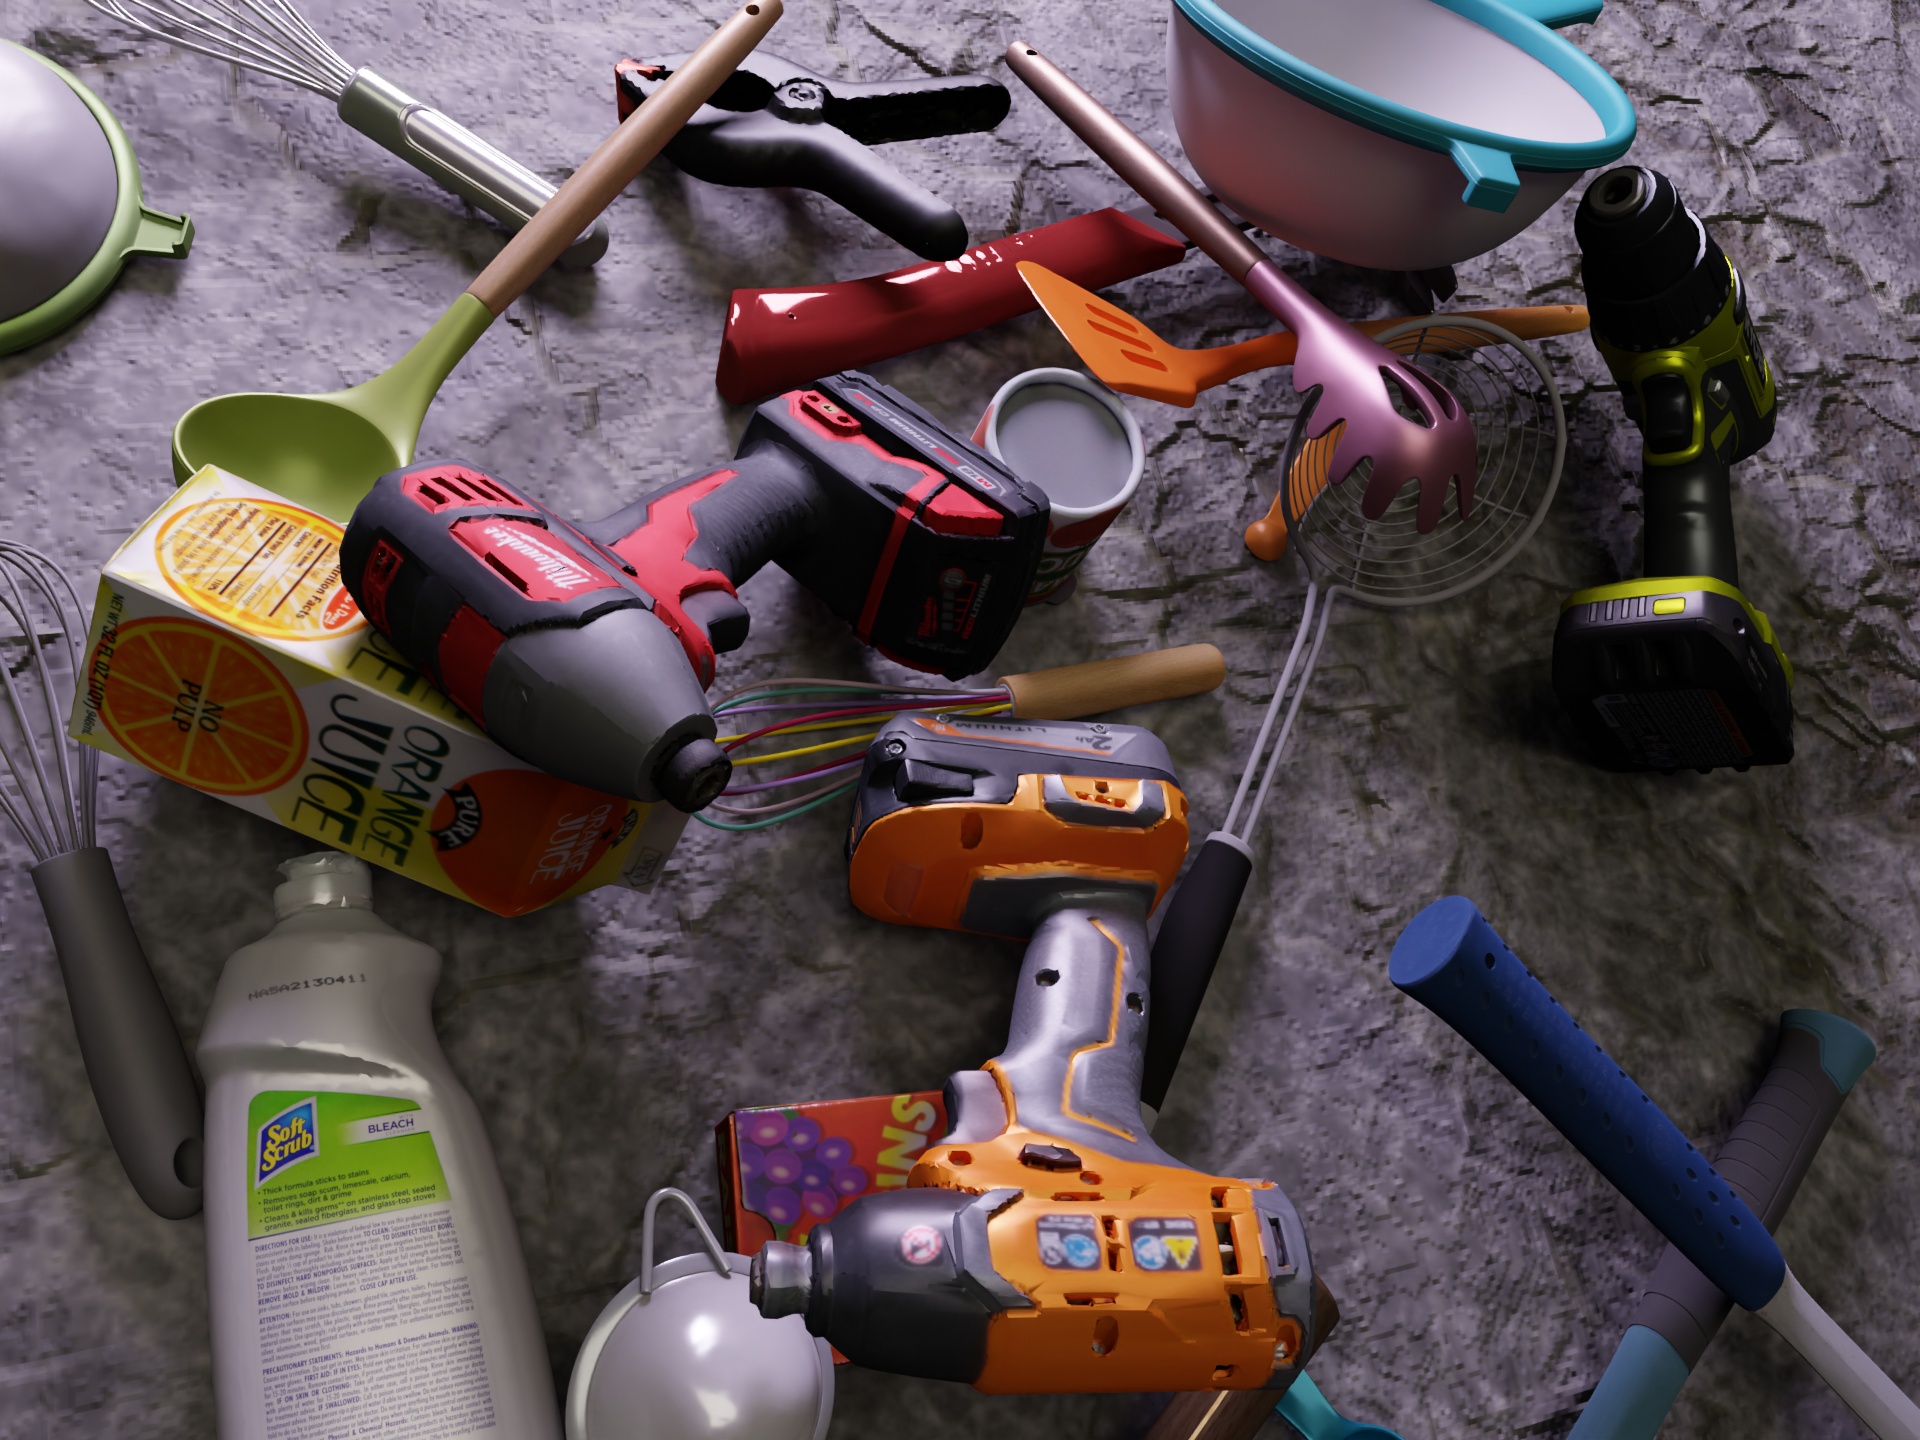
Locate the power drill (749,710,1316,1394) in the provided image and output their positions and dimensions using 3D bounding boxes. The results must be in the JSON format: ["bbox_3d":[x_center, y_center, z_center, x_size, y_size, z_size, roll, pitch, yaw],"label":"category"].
[{"bbox_3d":[0.013,0.105,0.524,0.164,0.084,0.227,4,48,-12],"label":"power drill"}]

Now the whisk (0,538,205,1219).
[{"bbox_3d":[-0.288,0.047,0.518,0.055,0.055,0.239,-19,82,-22],"label":"whisk"}]

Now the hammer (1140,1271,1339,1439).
[{"bbox_3d":[0.020,0.304,0.494,0.331,0.031,0.130,-43,112,-28],"label":"hammer"}]

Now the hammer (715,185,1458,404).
[{"bbox_3d":[0.058,-0.202,0.718,0.359,0.036,0.149,-24,79,-24],"label":"hammer"}]

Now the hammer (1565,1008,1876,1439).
[{"bbox_3d":[0.274,0.231,0.611,0.331,0.033,0.128,-43,100,-29],"label":"hammer"}]

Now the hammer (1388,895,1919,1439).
[{"bbox_3d":[0.307,0.211,0.594,0.405,0.035,0.144,45,62,-11],"label":"hammer"}]

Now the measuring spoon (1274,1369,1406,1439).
[{"bbox_3d":[0.117,0.245,0.582,0.042,0.021,0.129,-36,74,-25],"label":"measuring spoon"}]

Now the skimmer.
[{"bbox_3d":[0.147,-0.003,0.638,0.127,0.090,0.363,36,64,-21],"label":"skimmer"}]

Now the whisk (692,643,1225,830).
[{"bbox_3d":[0.000,-0.001,0.622,0.245,0.047,0.051,-10,72,-23],"label":"whisk"}]

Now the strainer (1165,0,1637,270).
[{"bbox_3d":[0.211,-0.282,0.734,0.211,0.095,0.340,38,43,19],"label":"strainer"}]

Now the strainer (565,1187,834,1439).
[{"bbox_3d":[-0.065,0.273,0.477,0.087,0.050,0.258,-6,87,-30],"label":"strainer"}]

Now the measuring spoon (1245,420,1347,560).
[{"bbox_3d":[0.164,-0.117,0.730,0.021,0.011,0.117,38,64,-1],"label":"measuring spoon"}]

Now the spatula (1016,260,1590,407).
[{"bbox_3d":[0.171,-0.176,0.712,0.322,0.041,0.081,-12,55,-27],"label":"spatula"}]

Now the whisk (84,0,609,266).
[{"bbox_3d":[-0.251,-0.258,0.641,0.246,0.059,0.058,32,76,-9],"label":"whisk"}]

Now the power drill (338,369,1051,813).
[{"bbox_3d":[-0.074,-0.045,0.532,0.143,0.078,0.219,38,37,23],"label":"power drill"}]

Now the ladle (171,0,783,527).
[{"bbox_3d":[-0.168,-0.183,0.607,0.078,0.062,0.320,35,73,5],"label":"ladle"}]

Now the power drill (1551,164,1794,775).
[{"bbox_3d":[0.309,-0.107,0.693,0.190,0.080,0.229,33,60,-48],"label":"power drill"}]

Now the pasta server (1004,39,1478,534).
[{"bbox_3d":[0.106,-0.196,0.669,0.060,0.040,0.316,-20,57,-27],"label":"pasta server"}]

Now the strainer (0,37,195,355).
[{"bbox_3d":[-0.412,-0.250,0.575,0.151,0.069,0.256,-33,84,-24],"label":"strainer"}]
